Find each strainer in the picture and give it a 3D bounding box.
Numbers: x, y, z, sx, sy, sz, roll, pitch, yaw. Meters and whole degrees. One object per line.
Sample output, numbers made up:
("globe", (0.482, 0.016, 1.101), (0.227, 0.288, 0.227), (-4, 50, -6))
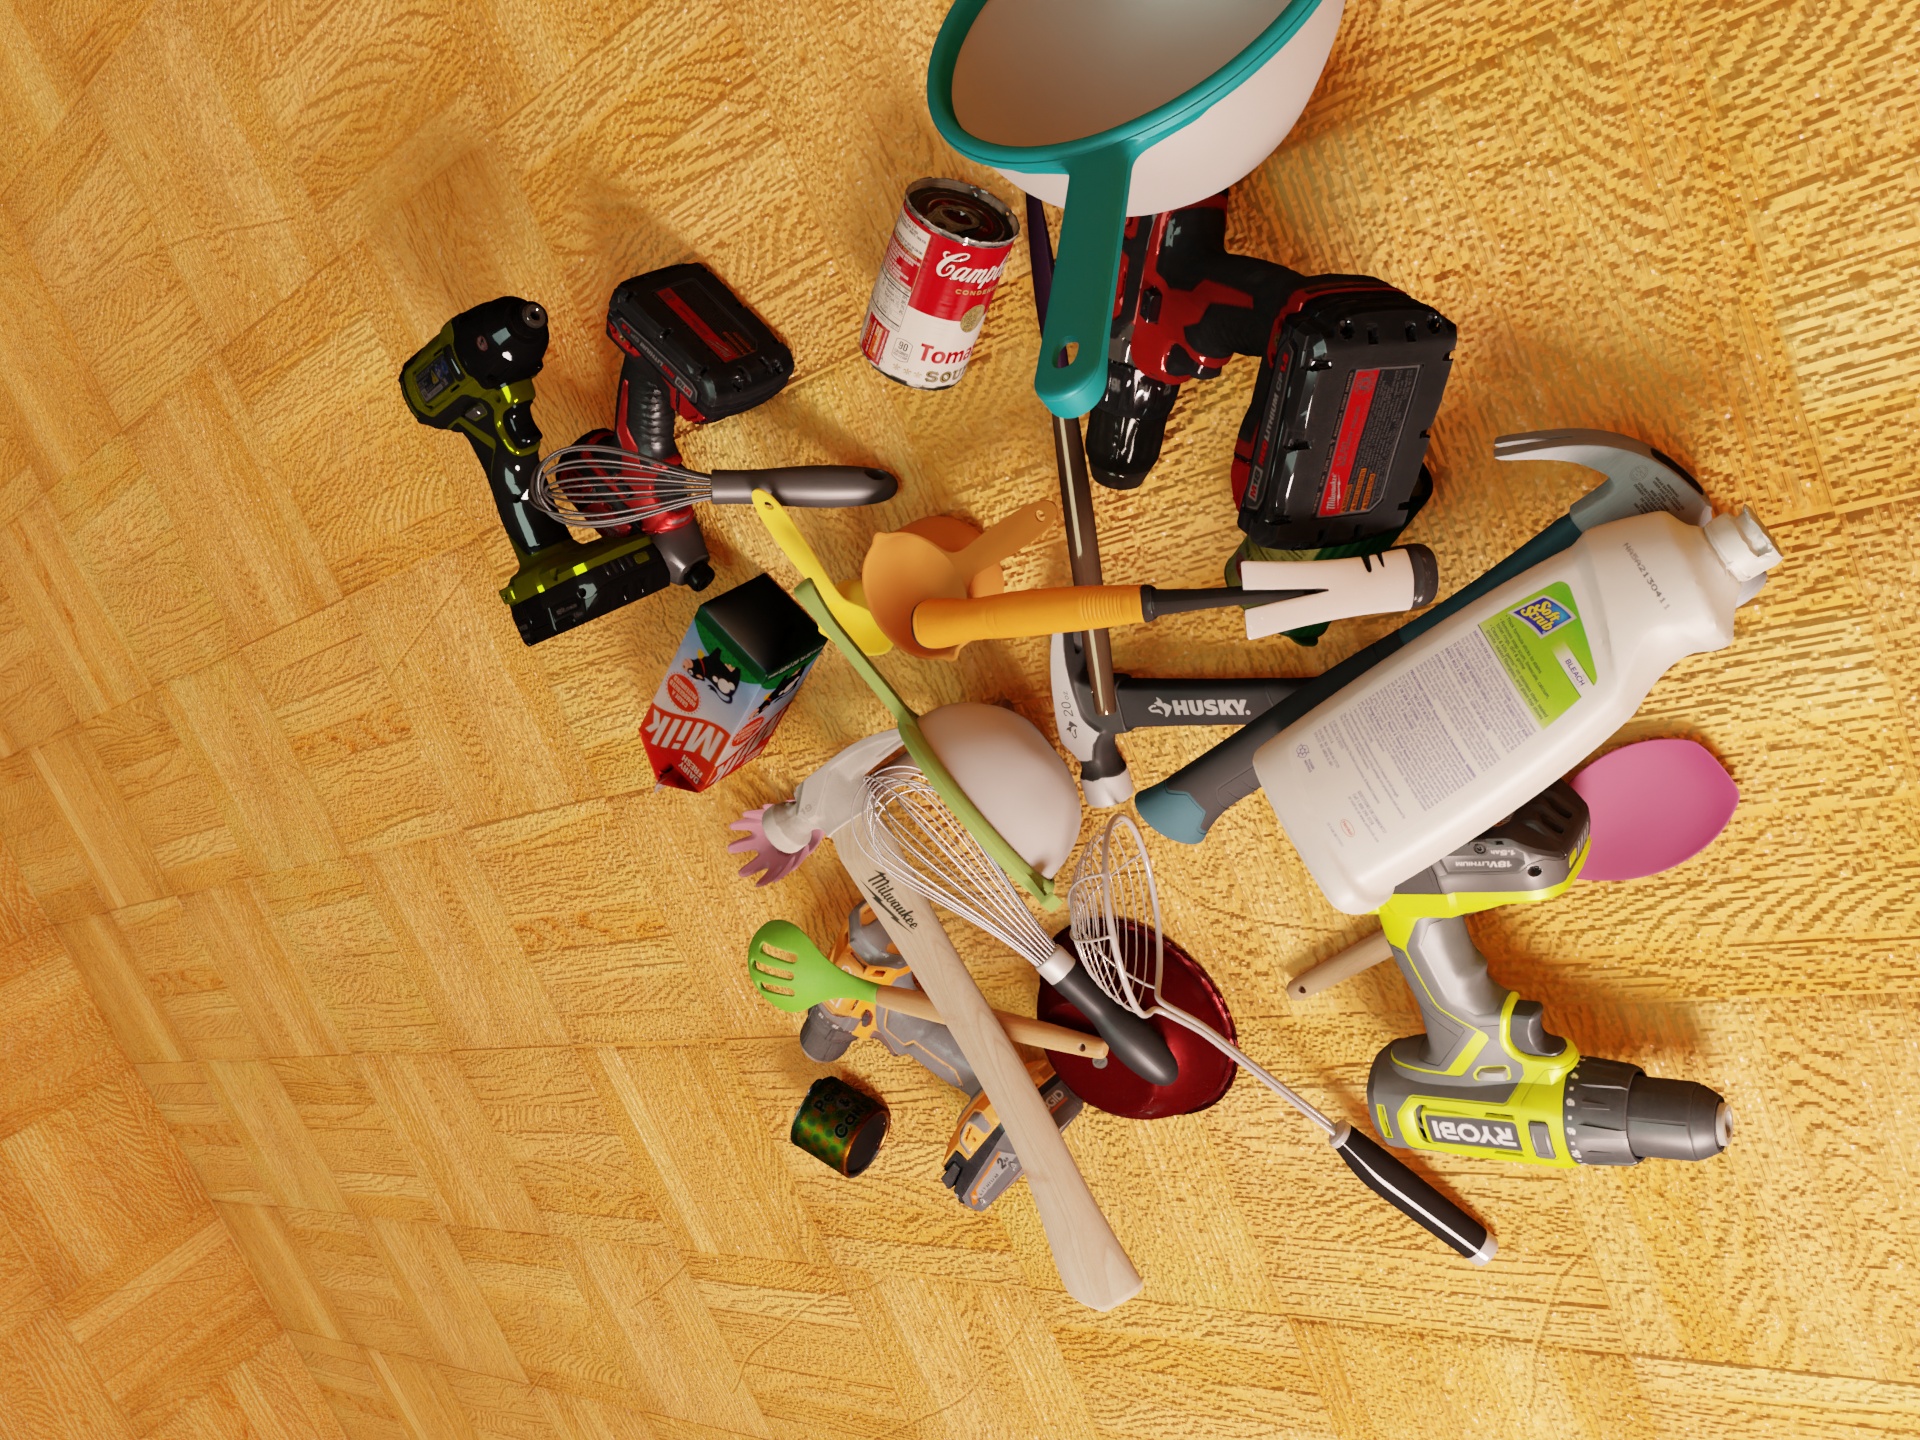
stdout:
("strainer", (-0.002, -0.003, 1.014), (0.069, 0.151, 0.256), (-38, 100, 6))
("strainer", (0.086, -0.254, 0.717), (0.211, 0.341, 0.095), (-7, 149, 30))

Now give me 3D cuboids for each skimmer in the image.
("skimmer", (0.210, 0.205, 1.002), (0.363, 0.127, 0.090), (38, 114, 1))

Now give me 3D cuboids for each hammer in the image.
("hammer", (0.077, -0.060, 0.848), (0.337, 0.127, 0.034), (-1, 98, 52))
("hammer", (0.194, -0.016, 0.914), (0.335, 0.035, 0.146), (0, 115, 39))
("hammer", (0.224, -0.028, 0.819), (0.331, 0.033, 0.128), (-38, 98, 31))
("hammer", (0.014, 0.201, 1.081), (0.146, 0.038, 0.411), (-36, 78, 26))

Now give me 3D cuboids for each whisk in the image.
("whisk", (-0.160, -0.153, 1.034), (0.239, 0.055, 0.055), (-1, 122, -7))
("whisk", (0.039, 0.136, 1.033), (0.284, 0.070, 0.070), (45, 135, -3))

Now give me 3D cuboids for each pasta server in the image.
("pasta server", (-0.070, 0.051, 1.169), (0.316, 0.040, 0.060), (-31, 82, 44))

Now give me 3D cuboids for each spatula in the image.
("spatula", (0.063, -0.155, 0.916), (0.018, 0.060, 0.315), (-10, 105, -2))

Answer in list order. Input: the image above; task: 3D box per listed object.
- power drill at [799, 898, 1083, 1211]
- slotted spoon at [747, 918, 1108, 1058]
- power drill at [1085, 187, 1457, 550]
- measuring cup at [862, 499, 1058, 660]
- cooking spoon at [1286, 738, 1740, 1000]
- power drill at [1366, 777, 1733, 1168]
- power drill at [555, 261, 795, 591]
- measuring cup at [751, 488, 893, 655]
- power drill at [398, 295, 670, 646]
("power drill", (-0.031, 0.267, 1.233), (0.226, 0.084, 0.185), (45, 134, 16))
("slotted spoon", (-0.036, 0.201, 1.145), (0.314, 0.031, 0.070), (8, 99, 31))
("power drill", (0.132, -0.168, 0.800), (0.227, 0.080, 0.187), (-126, 35, -46))
("measuring cup", (0.012, -0.104, 1.003), (0.173, 0.052, 0.095), (-29, 94, 43))
("cooking spoon", (0.297, 0.098, 0.907), (0.069, 0.017, 0.319), (51, 134, 3))
("power drill", (0.302, 0.145, 0.866), (0.190, 0.080, 0.228), (-4, 114, 39))
("power drill", (-0.203, -0.195, 1.112), (0.143, 0.078, 0.219), (46, 138, 11))
("measuring cup", (-0.090, -0.104, 1.060), (0.062, 0.029, 0.156), (-2, 138, 35))
("power drill", (-0.297, -0.175, 1.108), (0.171, 0.080, 0.223), (-13, 104, 50))
